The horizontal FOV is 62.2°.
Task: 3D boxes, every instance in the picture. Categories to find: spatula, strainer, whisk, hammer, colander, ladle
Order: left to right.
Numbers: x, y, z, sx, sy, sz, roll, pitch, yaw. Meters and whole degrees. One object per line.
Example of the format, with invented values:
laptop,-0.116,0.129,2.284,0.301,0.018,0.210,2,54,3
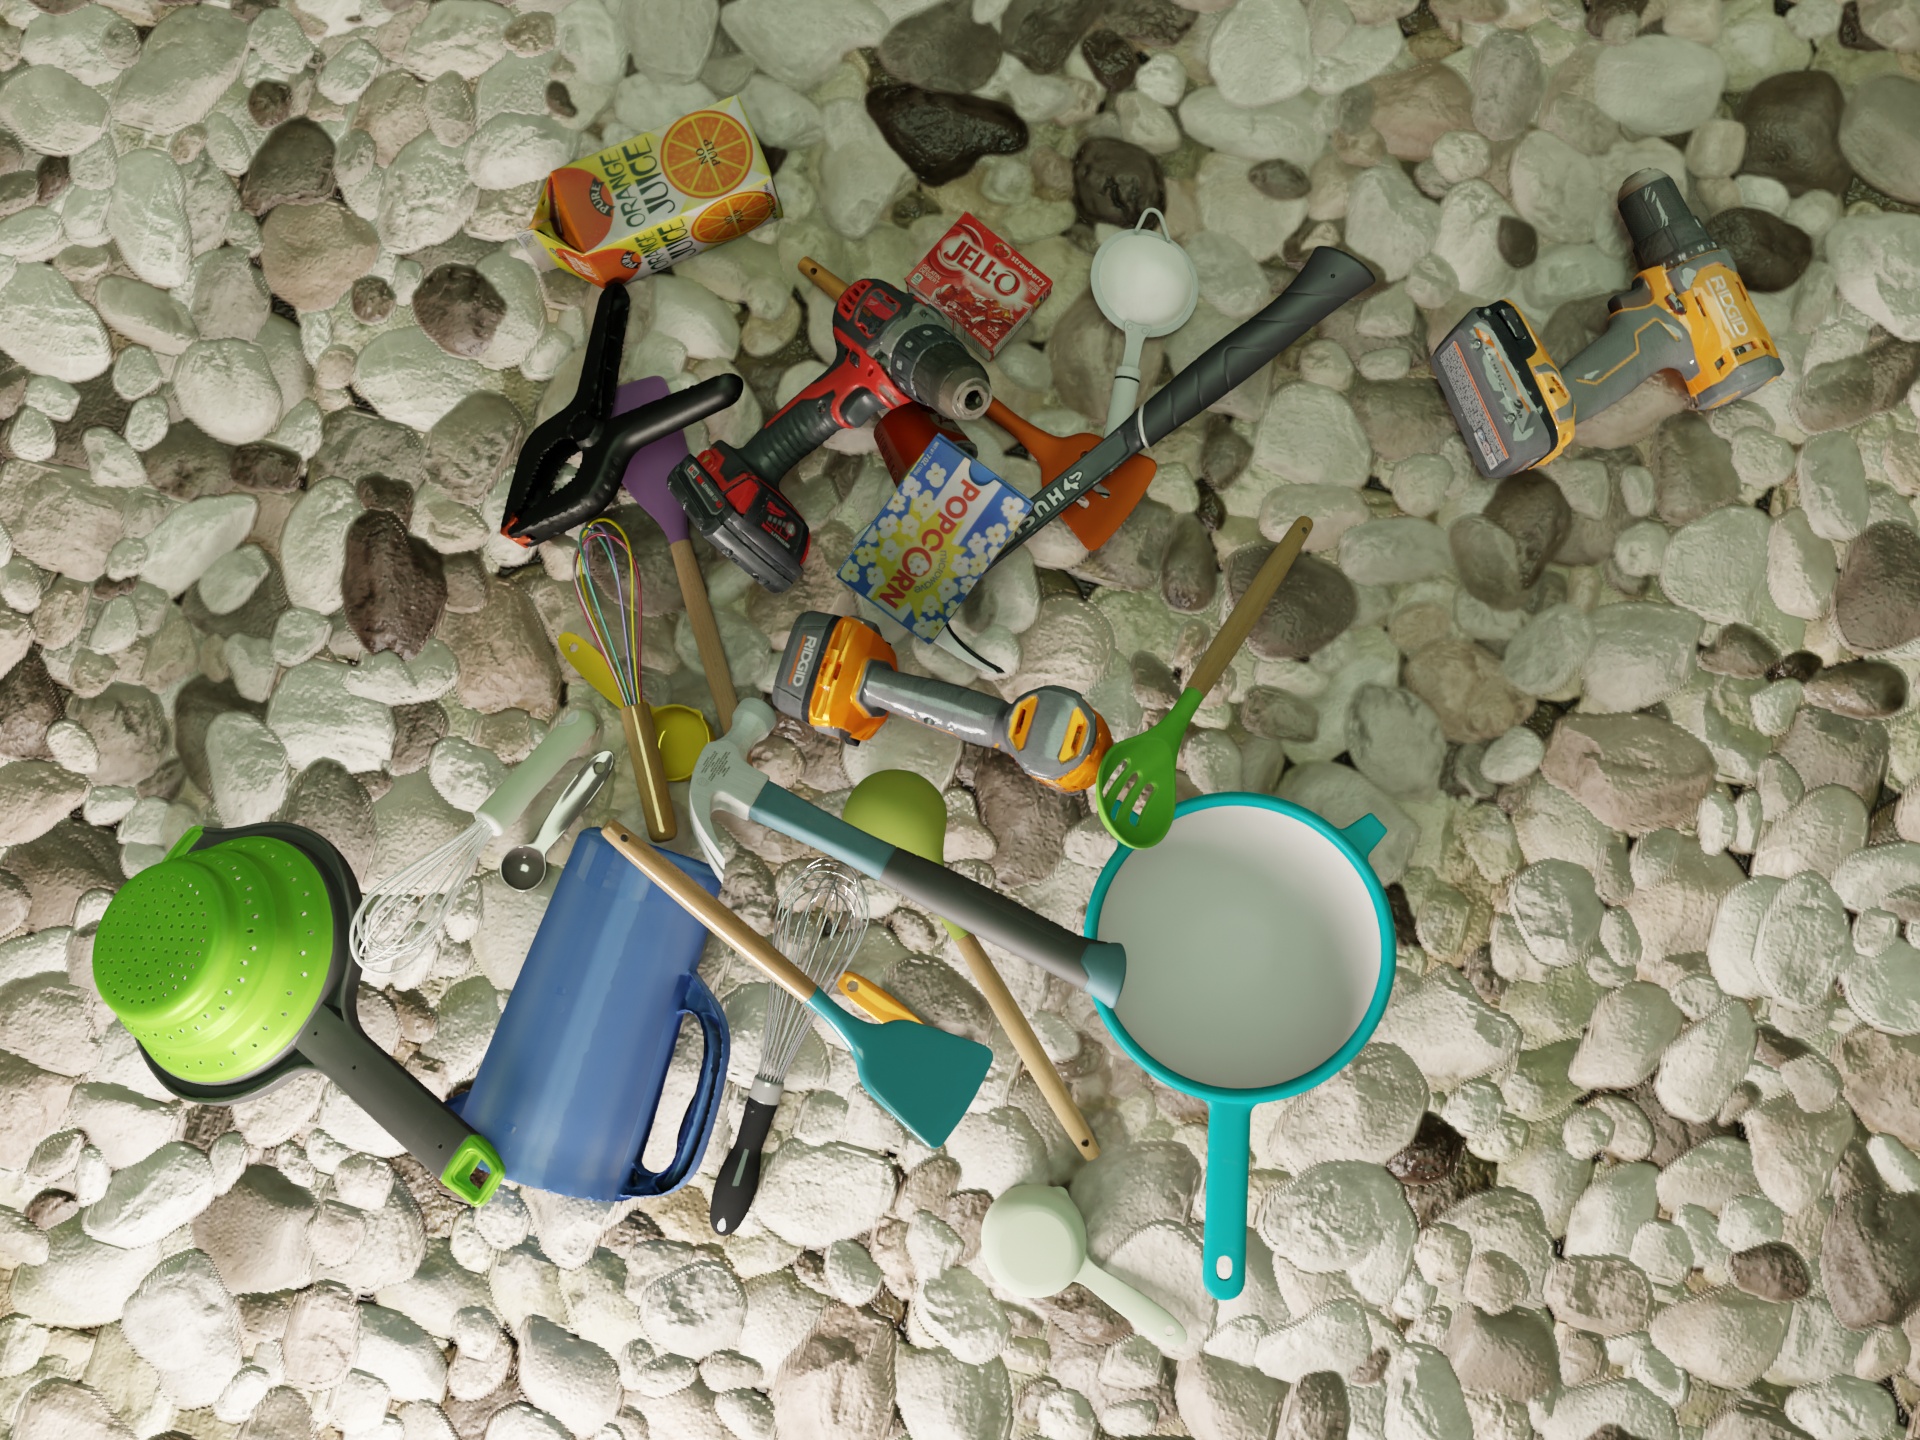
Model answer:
colander,-0.462,0.197,1.070,0.397,0.094,0.204,31,84,25
whisk,-0.339,0.079,1.127,0.246,0.058,0.059,-53,128,-32
whisk,-0.240,-0.032,1.156,0.047,0.051,0.245,-15,81,2
spatula,-0.207,-0.109,1.199,0.060,0.018,0.316,-18,83,1
whisk,-0.131,0.234,1.146,0.070,0.070,0.284,18,90,3
spatula,-0.117,0.170,1.090,0.317,0.044,0.082,42,64,-15
hammer,-0.036,0.103,1.085,0.331,0.033,0.128,26,55,8
spatula,0.002,-0.252,1.197,0.322,0.041,0.081,38,101,6
ladle,0.015,0.178,1.159,0.078,0.062,0.320,-31,91,-4
hammer,0.119,-0.194,1.140,0.409,0.036,0.149,-37,84,13
strainer,0.130,-0.268,1.198,0.087,0.050,0.258,11,88,-11
strainer,0.190,0.222,1.116,0.211,0.095,0.340,3,85,7

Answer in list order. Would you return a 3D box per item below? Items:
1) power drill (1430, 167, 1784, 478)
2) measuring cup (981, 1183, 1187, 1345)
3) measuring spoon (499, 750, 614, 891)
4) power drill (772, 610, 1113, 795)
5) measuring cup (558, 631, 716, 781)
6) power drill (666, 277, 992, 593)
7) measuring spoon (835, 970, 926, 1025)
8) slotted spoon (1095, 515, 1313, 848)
power drill,0.468,-0.295,1.173,0.226,0.084,0.185,-21,84,-5
measuring cup,0.090,0.396,1.129,0.167,0.038,0.083,33,86,6
measuring spoon,-0.297,0.074,1.187,0.034,0.018,0.124,35,79,4
power drill,-0.002,-0.004,1.127,0.226,0.164,0.084,16,85,15
measuring cup,-0.244,-0.013,1.191,0.157,0.029,0.062,42,90,17
power drill,-0.087,-0.200,1.122,0.226,0.080,0.188,-46,42,5
measuring spoon,-0.044,0.220,1.164,0.117,0.011,0.021,35,86,4
slotted spoon,0.178,-0.036,1.126,0.070,0.031,0.314,45,62,-17
